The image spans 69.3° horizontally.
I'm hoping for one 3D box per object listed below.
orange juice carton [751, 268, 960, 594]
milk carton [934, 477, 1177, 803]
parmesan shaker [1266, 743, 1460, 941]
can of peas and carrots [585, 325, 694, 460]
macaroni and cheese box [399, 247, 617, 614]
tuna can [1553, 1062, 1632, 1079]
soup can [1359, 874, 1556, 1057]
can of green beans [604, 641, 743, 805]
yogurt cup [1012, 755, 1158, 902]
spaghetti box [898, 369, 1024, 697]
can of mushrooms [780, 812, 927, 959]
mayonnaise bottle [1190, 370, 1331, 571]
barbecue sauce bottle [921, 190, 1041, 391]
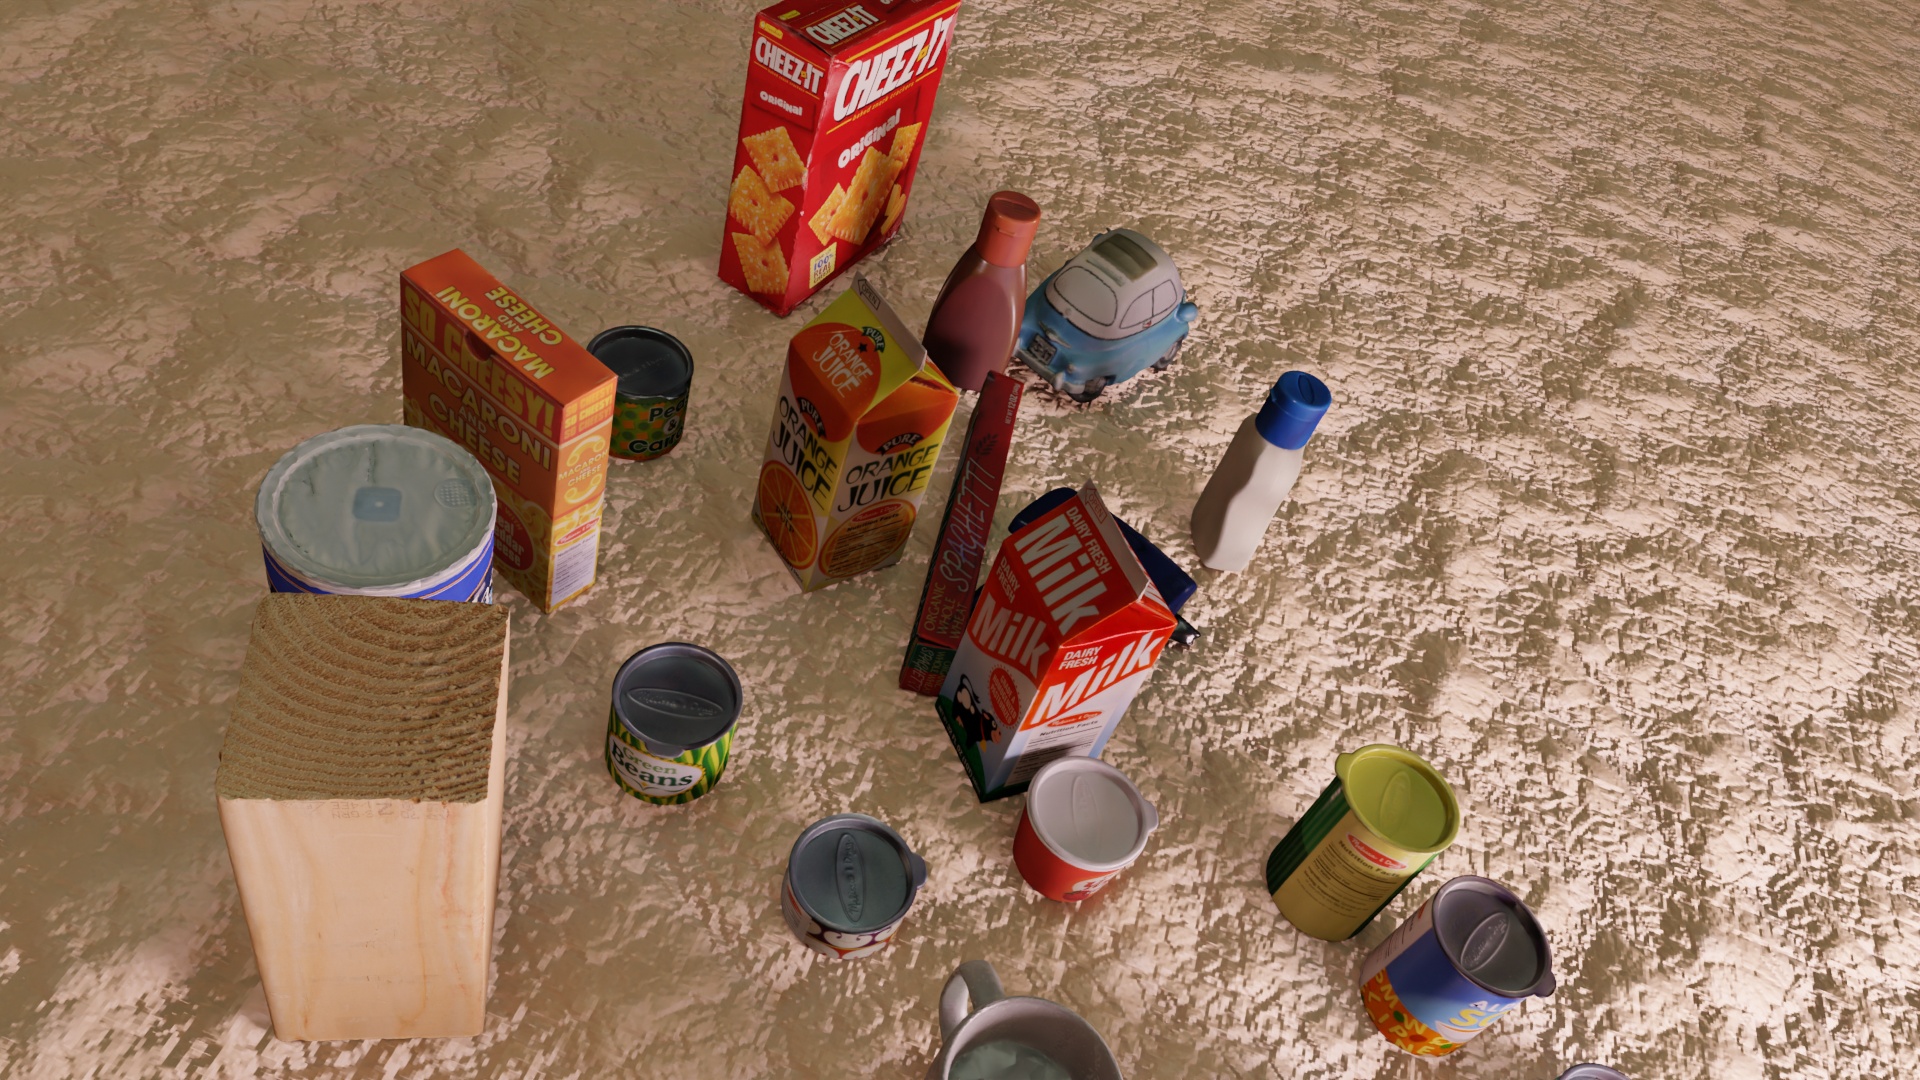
[{"bbox_3d":[-0.061,-0.062,0.809,0.073,0.191,0.072,-19,58,-32],"label":"orange juice carton"},{"bbox_3d":[0.053,0.055,0.744,0.073,0.189,0.072,-9,53,-26],"label":"milk carton"},{"bbox_3d":[0.216,0.166,0.763,0.071,0.102,0.072,10,47,-11],"label":"parmesan shaker"},{"bbox_3d":[-0.203,-0.092,0.878,0.071,0.058,0.071,10,47,-11],"label":"can of peas and carrots"},{"bbox_3d":[-0.248,-0.055,0.754,0.124,0.165,0.040,38,48,15],"label":"macaroni and cheese box"},{"bbox_3d":[0.333,0.310,0.723,0.071,0.032,0.071,10,47,-11],"label":"tuna can"},{"bbox_3d":[0.262,0.229,0.736,0.071,0.083,0.072,10,47,-11],"label":"soup can"},{"bbox_3d":[-0.151,0.096,0.727,0.071,0.057,0.071,10,47,-11],"label":"can of green beans"},{"bbox_3d":[0.061,0.158,0.749,0.072,0.053,0.073,10,47,-11],"label":"yogurt cup"},{"bbox_3d":[0.003,-0.011,0.885,0.029,0.049,0.251,18,46,-4],"label":"spaghetti box"},{"bbox_3d":[-0.055,0.176,0.706,0.071,0.033,0.071,10,47,-11],"label":"can of mushrooms"},{"bbox_3d":[0.197,-0.047,0.918,0.041,0.147,0.065,10,47,-11],"label":"mayonnaise bottle"},{"bbox_3d":[0.018,-0.173,0.968,0.065,0.147,0.044,20,46,-2],"label":"barbecue sauce bottle"}]
